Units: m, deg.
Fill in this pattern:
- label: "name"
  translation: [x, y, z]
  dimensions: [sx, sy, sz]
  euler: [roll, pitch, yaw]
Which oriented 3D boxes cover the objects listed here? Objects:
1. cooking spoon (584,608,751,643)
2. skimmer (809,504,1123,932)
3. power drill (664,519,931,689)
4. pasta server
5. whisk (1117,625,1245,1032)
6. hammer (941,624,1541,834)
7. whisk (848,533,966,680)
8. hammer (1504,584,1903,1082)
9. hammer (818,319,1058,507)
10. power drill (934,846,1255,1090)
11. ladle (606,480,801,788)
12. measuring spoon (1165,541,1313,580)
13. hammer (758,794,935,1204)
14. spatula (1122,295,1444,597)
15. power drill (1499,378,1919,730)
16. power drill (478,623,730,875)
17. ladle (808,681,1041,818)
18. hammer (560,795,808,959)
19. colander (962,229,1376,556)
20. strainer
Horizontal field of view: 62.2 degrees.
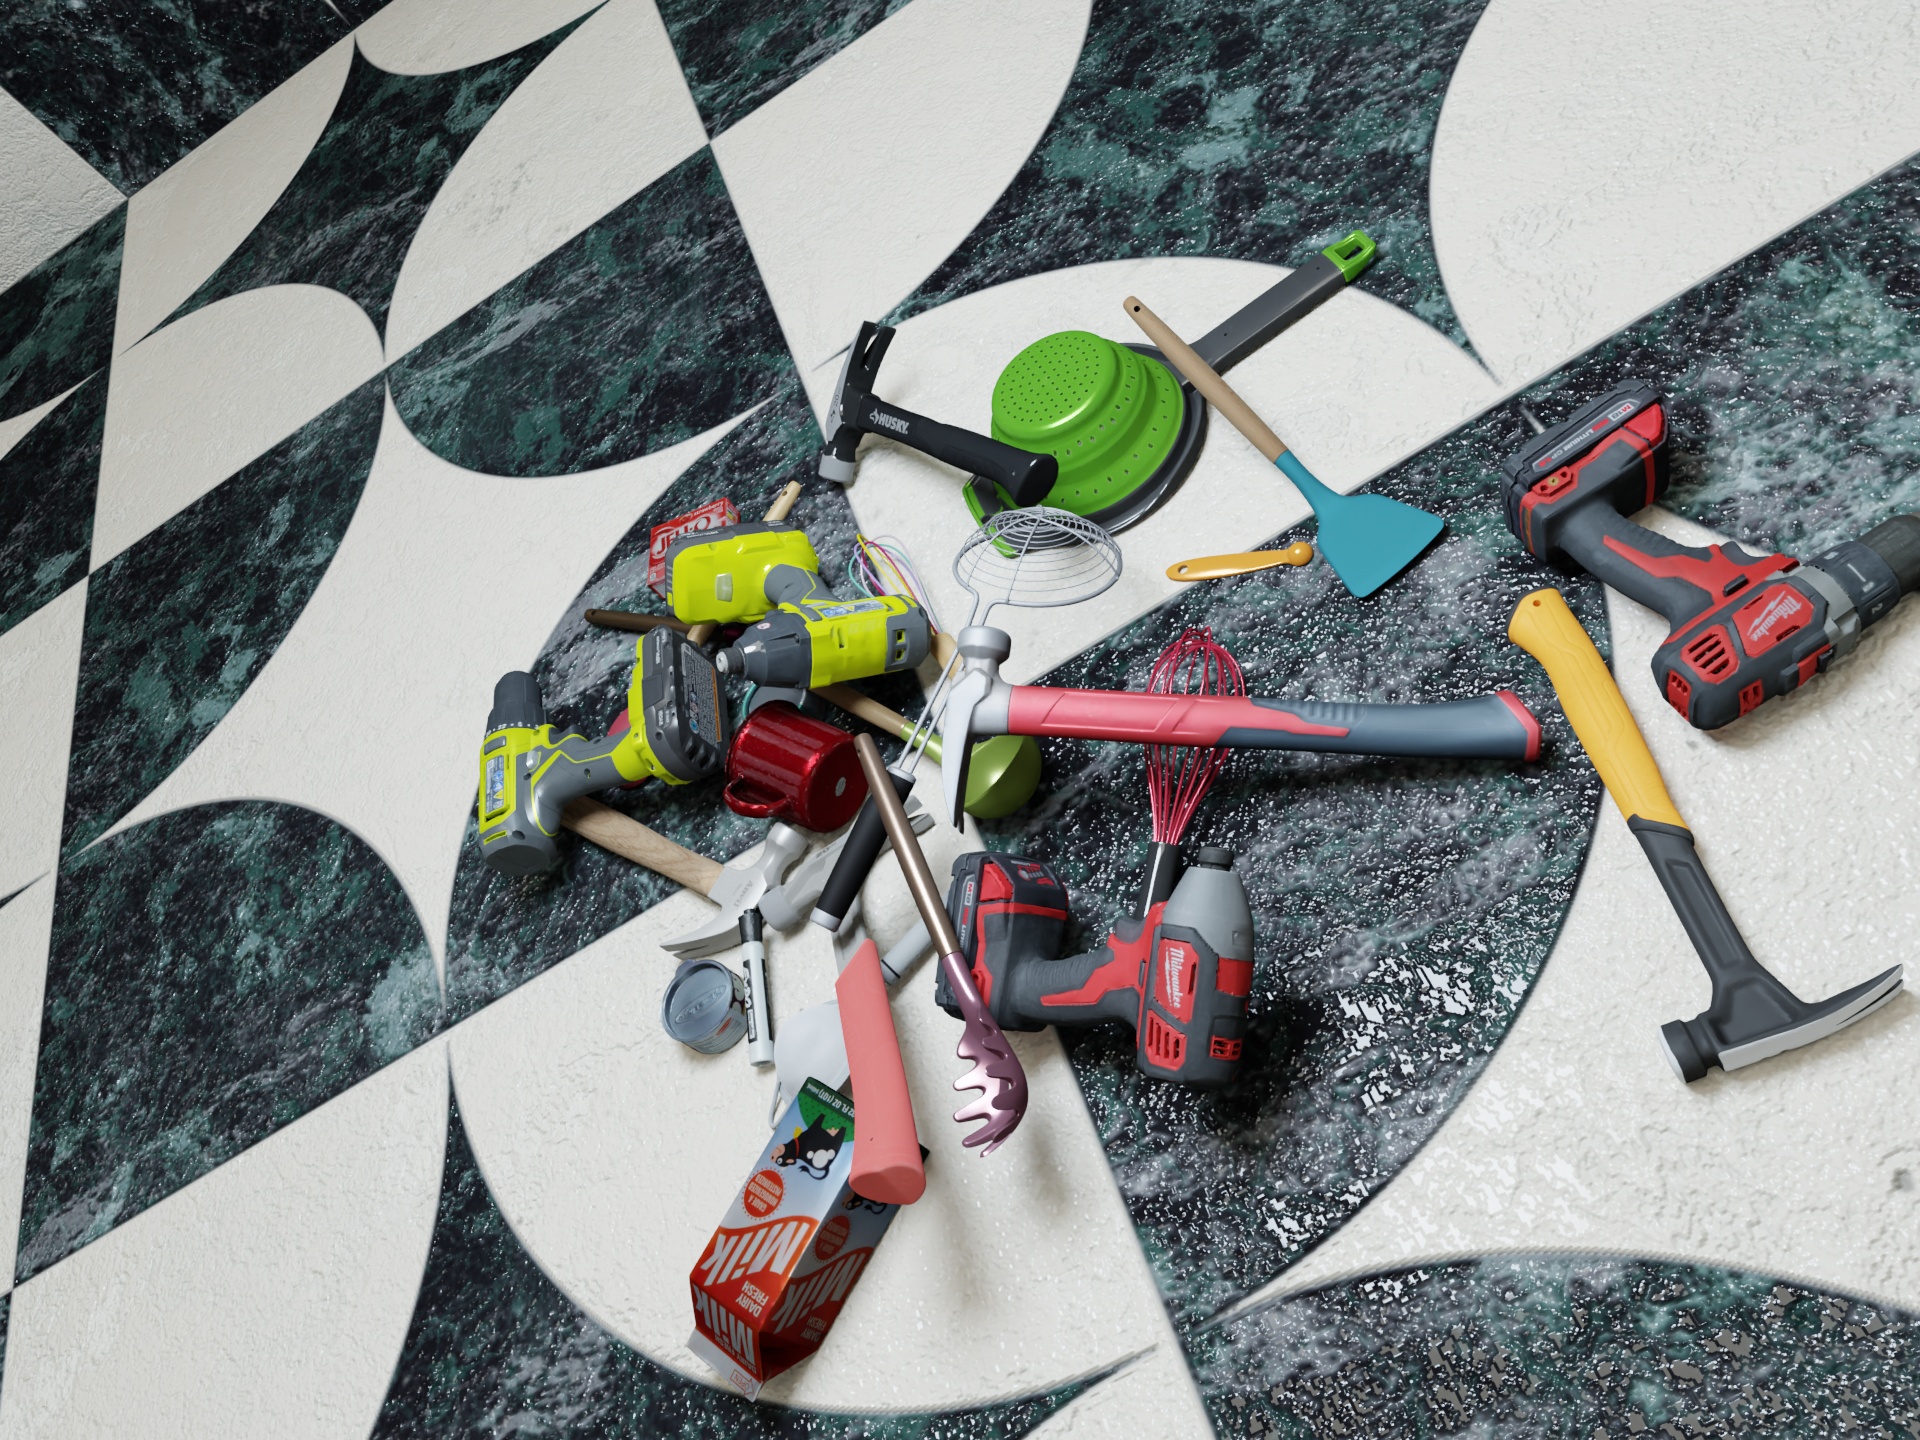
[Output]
- label: "cooking spoon"
  translation: [-0.229, -0.080, 1.444]
  dimensions: [0.319, 0.017, 0.069]
  euler: [9, 65, 34]
- label: "skimmer"
  translation: [-0.002, -0.004, 1.168]
  dimensions: [0.127, 0.090, 0.363]
  euler: [21, 79, 32]
- label: "power drill"
  translation: [-0.150, -0.091, 1.301]
  dimensions: [0.171, 0.080, 0.223]
  euler: [-12, 28, -29]
- label: "pasta server"
  translation: [-0.022, 0.134, 1.042]
  dimensions: [0.317, 0.040, 0.060]
  euler: [66, 146, 33]
- label: "whisk"
  translation: [0.144, 0.069, 1.092]
  dimensions: [0.073, 0.073, 0.296]
  euler: [1, 66, 32]
- label: "hammer"
  translation: [0.178, 0.016, 1.052]
  dimensions: [0.386, 0.038, 0.143]
  euler: [3, 75, 14]
- label: "whisk"
  translation: [-0.030, -0.078, 1.303]
  dimensions: [0.051, 0.047, 0.245]
  euler: [-25, 51, -14]
- label: "hammer"
  translation: [0.418, 0.044, 0.956]
  dimensions: [0.127, 0.034, 0.337]
  euler: [-26, 50, 16]
- label: "hammer"
  translation: [-0.021, -0.242, 1.329]
  dimensions: [0.335, 0.035, 0.146]
  euler: [32, 112, 53]
- label: "power drill"
  translation: [0.090, 0.144, 1.011]
  dimensions: [0.220, 0.078, 0.143]
  euler: [3, 82, 46]
- label: "ladle"
  translation: [-0.228, -0.081, 1.418]
  dimensions: [0.069, 0.031, 0.315]
  euler: [25, 80, 37]
- label: "measuring spoon"
  translation: [0.210, -0.122, 1.209]
  dimensions: [0.117, 0.011, 0.021]
  euler: [-6, 57, 28]
- label: "hammer"
  translation: [-0.059, 0.183, 1.075]
  dimensions: [0.149, 0.036, 0.359]
  euler: [-34, 28, 7]
- label: "spatula"
  translation: [0.227, -0.222, 1.205]
  dimensions: [0.082, 0.044, 0.318]
  euler: [-42, 71, 5]
- label: "power drill"
  translation: [0.475, -0.117, 1.003]
  dimensions: [0.188, 0.080, 0.227]
  euler: [-33, 52, 2]
- label: "power drill"
  translation: [-0.315, 0.009, 1.354]
  dimensions: [0.228, 0.080, 0.191]
  euler: [-23, 54, 19]
- label: "ladle"
  translation: [-0.065, -0.009, 1.248]
  dimensions: [0.320, 0.062, 0.078]
  euler: [27, 72, 34]
- label: "hammer"
  translation: [-0.275, 0.104, 1.341]
  dimensions: [0.331, 0.031, 0.130]
  euler: [19, 71, 39]
- label: "colander"
  translation: [0.158, -0.299, 1.303]
  dimensions: [0.397, 0.094, 0.205]
  euler: [-35, 48, 7]
- label: "strainer"
  translation: [-0.061, 0.187, 1.151]
  dimensions: [0.258, 0.050, 0.087]
  euler: [-46, 33, -7]
